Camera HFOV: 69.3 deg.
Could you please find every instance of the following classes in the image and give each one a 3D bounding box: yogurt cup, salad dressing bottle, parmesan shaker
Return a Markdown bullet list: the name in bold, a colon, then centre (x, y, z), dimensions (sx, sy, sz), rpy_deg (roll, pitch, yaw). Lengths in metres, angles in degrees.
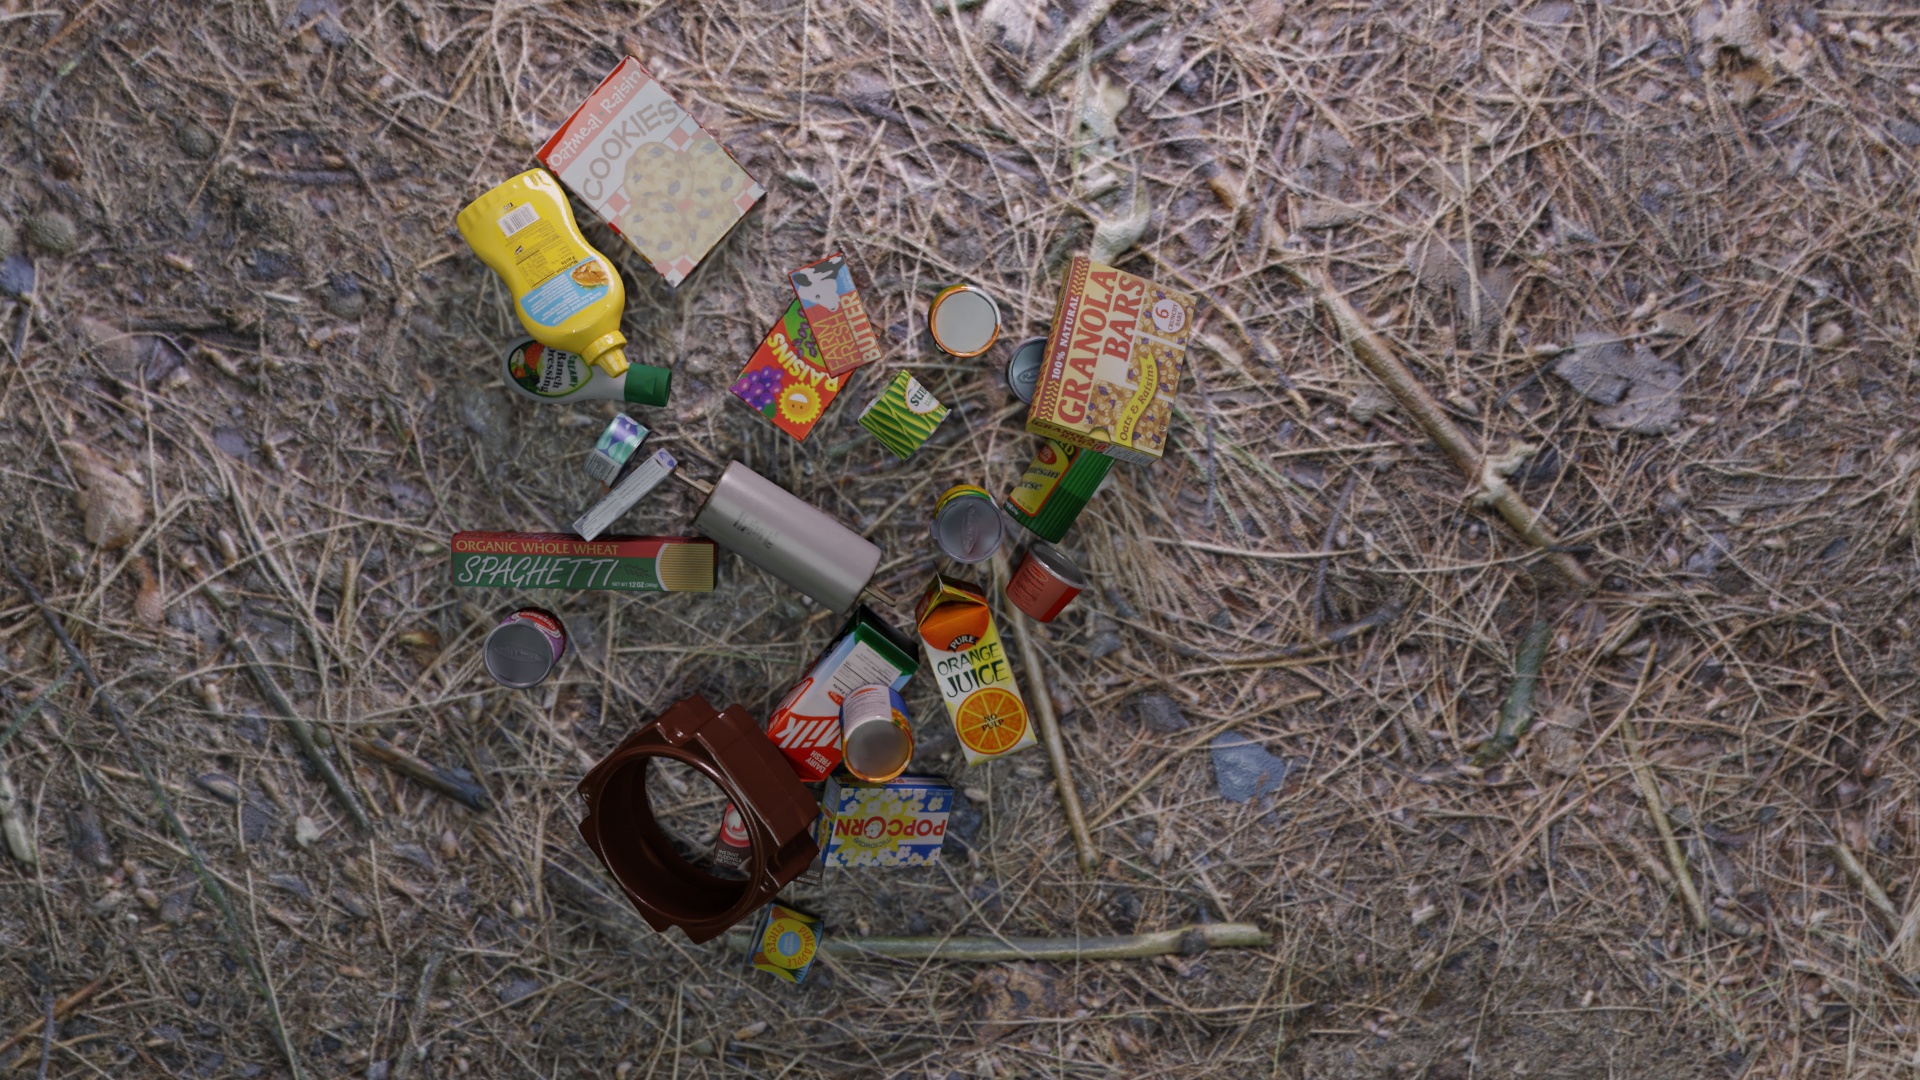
- **yogurt cup**: centre (0.080, 0.043, 1.346), dimensions (0.072, 0.072, 0.053), rpy_deg (33, 107, -10)
- **salad dressing bottle**: centre (-0.344, -0.153, 1.284), dimensions (0.148, 0.044, 0.064), rpy_deg (9, 93, -6)
- **parmesan shaker**: centre (0.096, -0.055, 1.319), dimensions (0.071, 0.071, 0.103), rpy_deg (33, 99, -10)

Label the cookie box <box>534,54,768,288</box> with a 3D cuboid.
- **cookie box**: centre (-0.276, -0.331, 1.251), dimensions (0.167, 0.040, 0.123), rpy_deg (44, 96, -12)

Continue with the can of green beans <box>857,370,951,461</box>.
- **can of green beans**: centre (-0.054, -0.117, 1.299), dimensions (0.058, 0.071, 0.071), rpy_deg (42, 97, -11)

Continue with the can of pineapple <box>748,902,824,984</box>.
- **can of pineapple**: centre (-0.176, 0.407, 1.407), dimensions (0.058, 0.071, 0.071), rpy_deg (23, 100, -8)

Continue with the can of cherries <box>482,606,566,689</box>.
- **can of cherries**: centre (-0.415, 0.100, 1.329), dimensions (0.071, 0.058, 0.071), rpy_deg (-1, 102, -2)

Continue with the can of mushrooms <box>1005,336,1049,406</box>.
- **can of mushrooms**: centre (0.077, -0.157, 1.315), dimensions (0.071, 0.033, 0.071), rpy_deg (-1, 102, -4)

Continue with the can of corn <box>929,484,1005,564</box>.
- **can of corn**: centre (0.005, -0.017, 1.329), dimensions (0.071, 0.058, 0.071), rpy_deg (-1, 103, -3)

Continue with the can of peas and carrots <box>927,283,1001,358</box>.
- **can of peas and carrots**: centre (0.001, -0.202, 1.287), dimensions (0.071, 0.059, 0.070), rpy_deg (-1, 102, -3)

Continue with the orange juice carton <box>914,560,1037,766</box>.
- **orange juice carton**: centre (0.008, 0.114, 1.352), dimensions (0.073, 0.072, 0.192), rpy_deg (-20, 103, 0)

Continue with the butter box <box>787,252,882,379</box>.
- **butter box**: centre (-0.113, -0.203, 1.257), dimensions (0.053, 0.024, 0.103), rpy_deg (-21, 103, 0)

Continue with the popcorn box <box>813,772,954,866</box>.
- **popcorn box**: centre (-0.076, 0.277, 1.378), dimensions (0.127, 0.038, 0.085), rpy_deg (7, 103, -28)

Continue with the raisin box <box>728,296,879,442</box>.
- **raisin box**: centre (-0.146, -0.166, 1.296), dimensions (0.086, 0.040, 0.123), rpy_deg (36, 97, -11)

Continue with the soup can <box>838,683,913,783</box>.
- **soup can**: centre (-0.077, 0.180, 1.281), dimensions (0.071, 0.084, 0.071), rpy_deg (-2, 105, -6)

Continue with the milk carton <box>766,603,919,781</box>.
- **milk carton**: centre (-0.127, 0.162, 1.354), dimensions (0.073, 0.072, 0.190), rpy_deg (38, 97, -11)

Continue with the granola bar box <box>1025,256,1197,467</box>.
- **granola bar box**: centre (0.140, -0.165, 1.279), dimensions (0.124, 0.039, 0.166), rpy_deg (16, 75, -9)

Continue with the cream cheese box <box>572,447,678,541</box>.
- **cream cheese box**: centre (-0.314, -0.043, 1.306), dimensions (0.104, 0.053, 0.024), rpy_deg (-40, 100, 5)

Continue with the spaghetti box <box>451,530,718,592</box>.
- **spaghetti box**: centre (-0.359, 0.020, 1.330), dimensions (0.250, 0.029, 0.050), rpy_deg (1, 102, -4)

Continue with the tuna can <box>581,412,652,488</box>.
- **tuna can**: centre (-0.319, -0.086, 1.291), dimensions (0.033, 0.071, 0.071), rpy_deg (35, 99, -10)
